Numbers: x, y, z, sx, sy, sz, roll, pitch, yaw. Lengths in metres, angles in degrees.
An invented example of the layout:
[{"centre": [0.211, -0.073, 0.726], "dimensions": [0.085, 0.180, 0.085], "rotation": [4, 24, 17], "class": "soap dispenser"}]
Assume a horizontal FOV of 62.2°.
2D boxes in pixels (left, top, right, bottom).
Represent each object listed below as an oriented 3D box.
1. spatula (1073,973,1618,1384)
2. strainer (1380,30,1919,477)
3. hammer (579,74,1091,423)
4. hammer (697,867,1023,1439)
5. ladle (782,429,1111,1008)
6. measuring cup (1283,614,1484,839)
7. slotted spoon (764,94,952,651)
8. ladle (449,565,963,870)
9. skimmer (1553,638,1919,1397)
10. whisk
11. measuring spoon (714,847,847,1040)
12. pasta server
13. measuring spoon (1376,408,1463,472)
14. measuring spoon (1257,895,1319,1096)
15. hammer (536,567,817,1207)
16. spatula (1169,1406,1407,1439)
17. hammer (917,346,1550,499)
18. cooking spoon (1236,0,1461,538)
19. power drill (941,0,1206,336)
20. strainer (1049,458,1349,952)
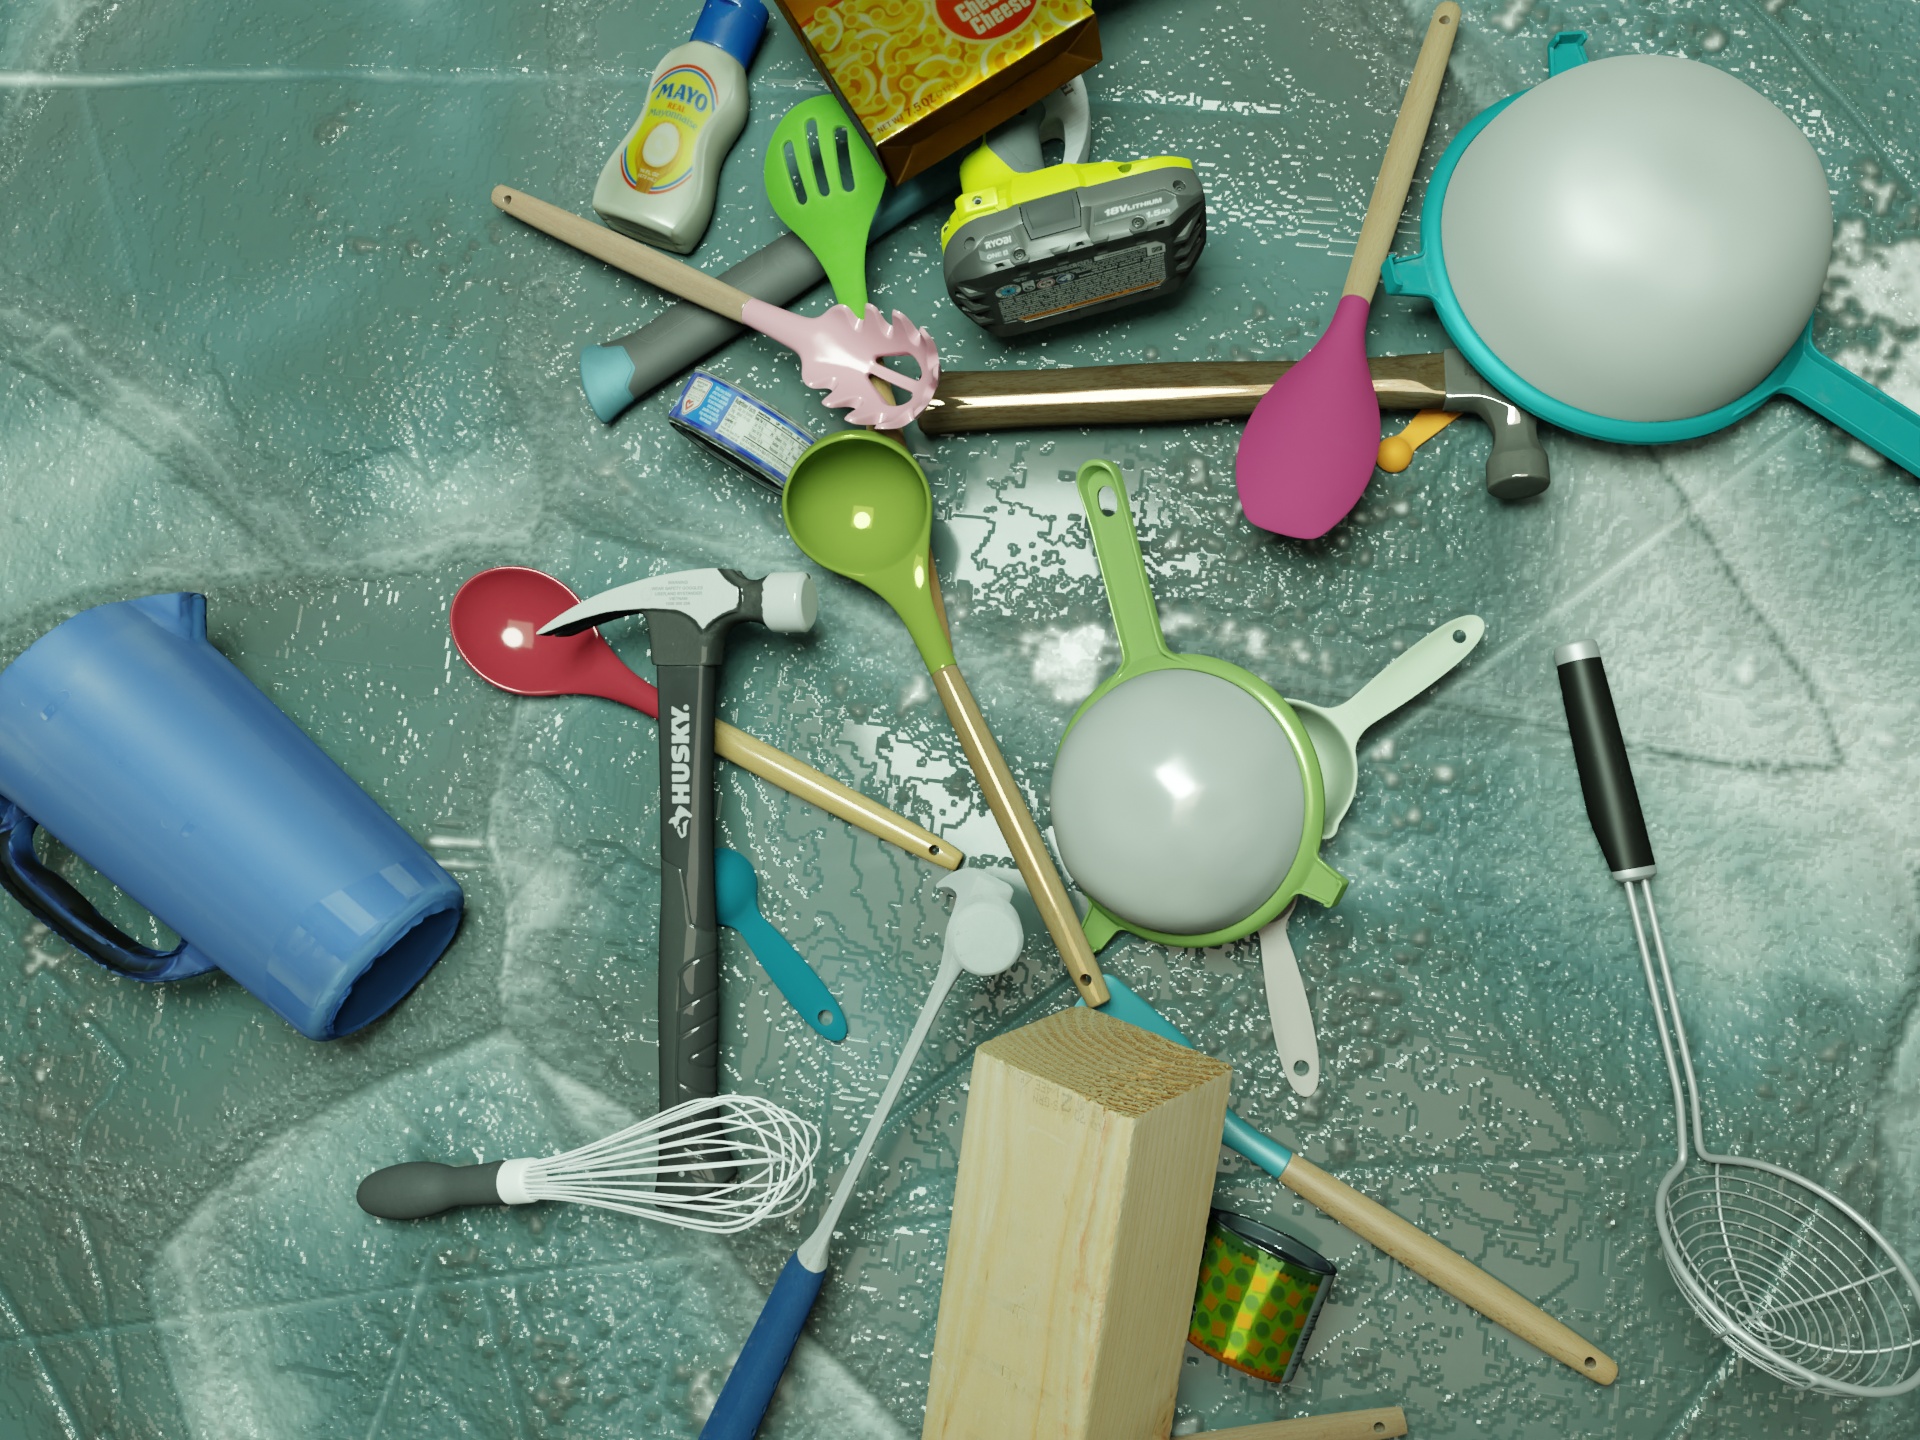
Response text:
[{"centre": [0.184, 0.241, 0.794], "dimensions": [0.317, 0.044, 0.082], "rotation": [31, 90, 8], "class": "spatula"}, {"centre": [0.396, -0.214, 0.782], "dimensions": [0.340, 0.095, 0.211], "rotation": [36, 75, 7], "class": "strainer"}, {"centre": [-0.073, -0.272, 0.896], "dimensions": [0.331, 0.033, 0.128], "rotation": [-32, 79, 2], "class": "hammer"}, {"centre": [-0.068, 0.258, 0.797], "dimensions": [0.035, 0.144, 0.405], "rotation": [25, 95, -4], "class": "hammer"}, {"centre": [-0.001, -0.003, 0.804], "dimensions": [0.078, 0.062, 0.320], "rotation": [-28, 79, 15], "class": "ladle"}, {"centre": [0.201, 0.001, 0.827], "dimensions": [0.167, 0.038, 0.083], "rotation": [-37, 80, -1], "class": "measuring cup"}, {"centre": [-0.046, -0.186, 0.860], "dimensions": [0.070, 0.031, 0.314], "rotation": [-13, 93, 12], "class": "slotted spoon"}, {"centre": [-0.139, 0.004, 0.872], "dimensions": [0.315, 0.031, 0.069], "rotation": [27, 92, 8], "class": "ladle"}, {"centre": [0.362, 0.129, 0.764], "dimensions": [0.127, 0.090, 0.363], "rotation": [-5, 78, -26], "class": "skimmer"}, {"centre": [-0.197, 0.232, 0.813], "dimensions": [0.284, 0.070, 0.070], "rotation": [-11, 81, 23], "class": "whisk"}, {"centre": [-0.105, 0.121, 0.854], "dimensions": [0.042, 0.021, 0.129], "rotation": [-42, 78, 0], "class": "measuring spoon"}, {"centre": [-0.139, -0.233, 0.860], "dimensions": [0.316, 0.040, 0.060], "rotation": [29, 99, 20], "class": "pasta server"}, {"centre": [0.268, -0.177, 0.852], "dimensions": [0.117, 0.011, 0.021], "rotation": [-43, 80, 0], "class": "measuring spoon"}, {"centre": [0.167, 0.133, 0.827], "dimensions": [0.034, 0.018, 0.124], "rotation": [-12, 88, 5], "class": "measuring spoon"}, {"centre": [-0.149, 0.088, 0.837], "dimensions": [0.146, 0.035, 0.335], "rotation": [0, 91, 13], "class": "hammer"}, {"centre": [0.067, 0.381, 0.803], "dimensions": [0.316, 0.018, 0.060], "rotation": [-13, 82, 6], "class": "spatula"}, {"centre": [0.140, -0.180, 0.853], "dimensions": [0.331, 0.031, 0.130], "rotation": [0, 75, 9], "class": "hammer"}, {"centre": [0.213, -0.241, 0.831], "dimensions": [0.069, 0.017, 0.319], "rotation": [17, 77, 13], "class": "cooking spoon"}, {"centre": [0.054, -0.334, 0.832], "dimensions": [0.190, 0.080, 0.229], "rotation": [-13, 77, 7], "class": "power drill"}, {"centre": [0.087, -0.009, 0.793], "dimensions": [0.151, 0.069, 0.256], "rotation": [-16, 84, 31], "class": "strainer"}]
